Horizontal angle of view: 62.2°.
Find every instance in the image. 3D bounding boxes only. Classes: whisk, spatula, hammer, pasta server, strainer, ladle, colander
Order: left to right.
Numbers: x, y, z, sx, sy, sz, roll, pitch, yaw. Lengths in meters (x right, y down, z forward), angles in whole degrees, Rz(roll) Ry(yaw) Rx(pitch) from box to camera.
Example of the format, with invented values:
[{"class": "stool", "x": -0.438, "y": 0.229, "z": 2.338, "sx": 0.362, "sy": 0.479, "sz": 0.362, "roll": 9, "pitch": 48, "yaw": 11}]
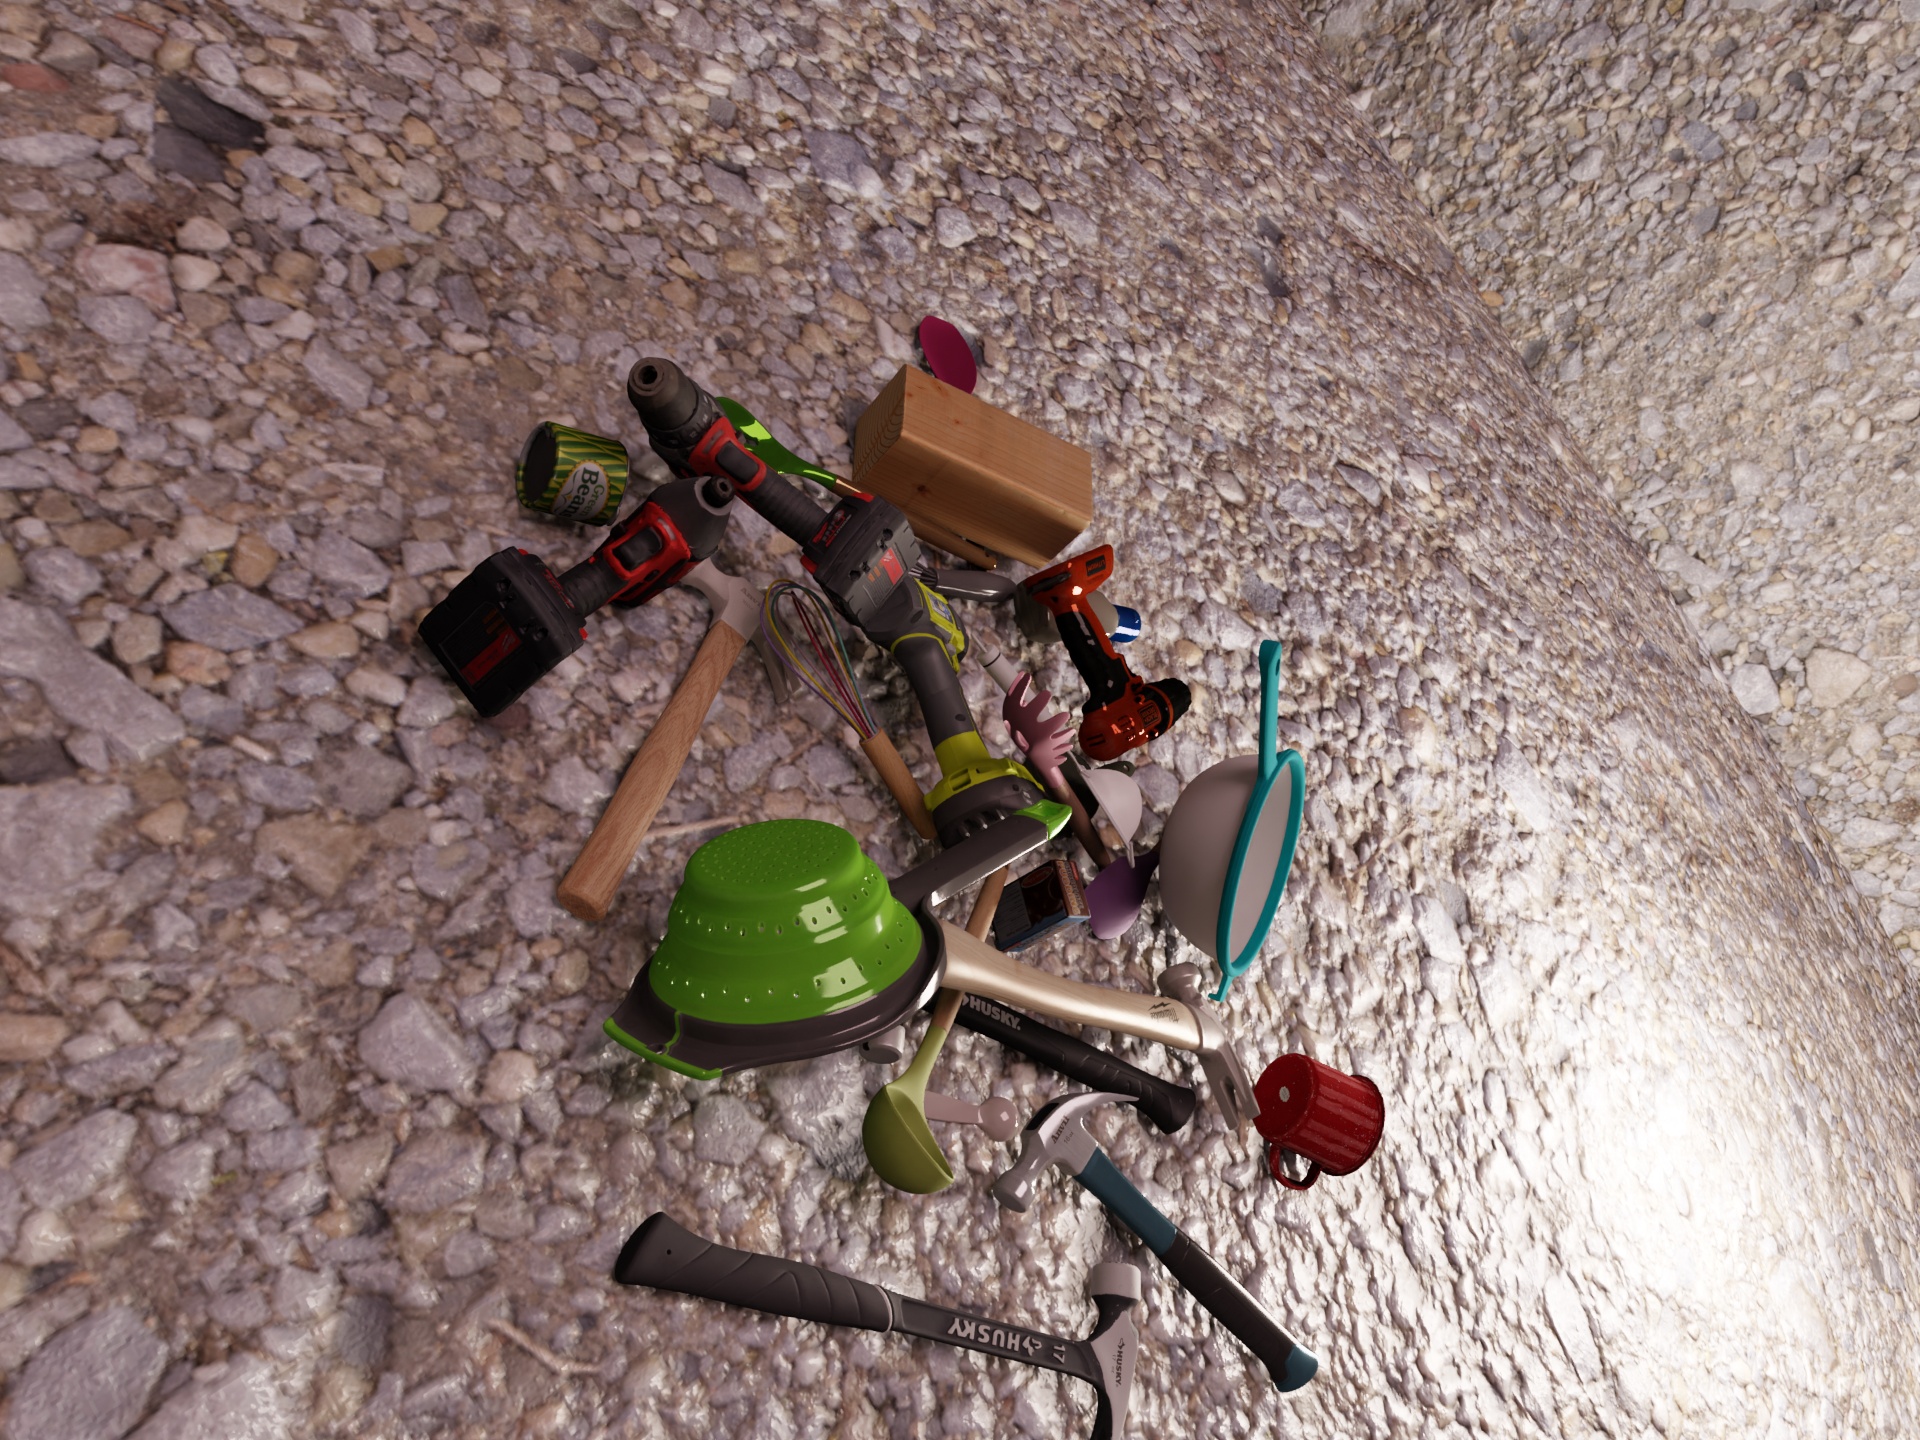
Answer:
[{"class": "hammer", "x": -0.204, "y": 0.012, "z": 1.143, "sx": 0.130, "sy": 0.031, "sz": 0.332, "roll": 39, "pitch": 42, "yaw": -19}, {"class": "whisk", "x": -0.079, "y": -0.008, "z": 1.245, "sx": 0.244, "sy": 0.051, "sz": 0.047, "roll": 58, "pitch": 14, "yaw": -20}, {"class": "colander", "x": -0.060, "y": 0.098, "z": 1.063, "sx": 0.397, "sy": 0.205, "sz": 0.094, "roll": -26, "pitch": 118, "yaw": -43}, {"class": "hammer", "x": -0.039, "y": 0.393, "z": 1.038, "sx": 0.408, "sy": 0.036, "sz": 0.149, "roll": 26, "pitch": 55, "yaw": -30}, {"class": "whisk", "x": -0.026, "y": -0.128, "z": 1.413, "sx": 0.238, "sy": 0.055, "sz": 0.055, "roll": 3, "pitch": 62, "yaw": -50}, {"class": "ladle", "x": 0.001, "y": 0.203, "z": 1.148, "sx": 0.078, "sy": 0.062, "sz": 0.320, "roll": 55, "pitch": 35, "yaw": -24}, {"class": "hammer", "x": 0.062, "y": 0.248, "z": 1.250, "sx": 0.334, "sy": 0.035, "sz": 0.146, "roll": 30, "pitch": 46, "yaw": -29}, {"class": "strainer", "x": 0.089, "y": 0.021, "z": 1.336, "sx": 0.258, "sy": 0.050, "sz": 0.087, "roll": 49, "pitch": 6, "yaw": -20}, {"class": "pasta server", "x": 0.088, "y": 0.054, "z": 1.286, "sx": 0.060, "sy": 0.040, "sz": 0.316, "roll": 44, "pitch": -7, "yaw": 31}, {"class": "hammer", "x": 0.102, "y": 0.225, "z": 1.217, "sx": 0.410, "sy": 0.038, "sz": 0.146, "roll": 25, "pitch": 35, "yaw": -49}, {"class": "spatula", "x": 0.193, "y": 0.120, "z": 1.487, "sx": 0.316, "sy": 0.018, "sz": 0.059, "roll": -34, "pitch": 105, "yaw": -51}, {"class": "hammer", "x": 0.166, "y": 0.411, "z": 1.230, "sx": 0.330, "sy": 0.033, "sz": 0.128, "roll": 47, "pitch": 57, "yaw": -16}, {"class": "strainer", "x": 0.230, "y": 0.067, "z": 1.399, "sx": 0.211, "sy": 0.095, "sz": 0.340, "roll": -50, "pitch": 145, "yaw": -44}]

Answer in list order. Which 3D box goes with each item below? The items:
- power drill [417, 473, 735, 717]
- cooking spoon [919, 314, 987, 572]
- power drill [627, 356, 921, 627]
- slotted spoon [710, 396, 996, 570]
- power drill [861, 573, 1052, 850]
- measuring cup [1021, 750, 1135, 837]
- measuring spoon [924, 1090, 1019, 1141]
[{"class": "power drill", "x": -0.248, "y": -0.099, "z": 1.089, "sx": 0.078, "sy": 0.143, "sz": 0.220, "roll": 54, "pitch": 41, "yaw": -6}, {"class": "cooking spoon", "x": -0.002, "y": -0.274, "z": 1.562, "sx": 0.068, "sy": 0.017, "sz": 0.319, "roll": 14, "pitch": 54, "yaw": -34}, {"class": "power drill", "x": -0.147, "y": -0.178, "z": 1.190, "sx": 0.227, "sy": 0.080, "sz": 0.187, "roll": 37, "pitch": -5, "yaw": 11}, {"class": "slotted spoon", "x": -0.092, "y": -0.197, "z": 1.397, "sx": 0.313, "sy": 0.031, "sz": 0.070, "roll": 23, "pitch": 44, "yaw": -31}, {"class": "power drill", "x": -0.002, "y": -0.004, "z": 1.306, "sx": 0.223, "sy": 0.080, "sz": 0.171, "roll": 68, "pitch": 14, "yaw": 17}, {"class": "measuring cup", "x": 0.119, "y": 0.052, "z": 1.440, "sx": 0.167, "sy": 0.038, "sz": 0.083, "roll": -15, "pitch": 75, "yaw": -48}, {"class": "measuring spoon", "x": -0.002, "y": 0.285, "z": 1.170, "sx": 0.124, "sy": 0.018, "sz": 0.034, "roll": 21, "pitch": 50, "yaw": -34}]
